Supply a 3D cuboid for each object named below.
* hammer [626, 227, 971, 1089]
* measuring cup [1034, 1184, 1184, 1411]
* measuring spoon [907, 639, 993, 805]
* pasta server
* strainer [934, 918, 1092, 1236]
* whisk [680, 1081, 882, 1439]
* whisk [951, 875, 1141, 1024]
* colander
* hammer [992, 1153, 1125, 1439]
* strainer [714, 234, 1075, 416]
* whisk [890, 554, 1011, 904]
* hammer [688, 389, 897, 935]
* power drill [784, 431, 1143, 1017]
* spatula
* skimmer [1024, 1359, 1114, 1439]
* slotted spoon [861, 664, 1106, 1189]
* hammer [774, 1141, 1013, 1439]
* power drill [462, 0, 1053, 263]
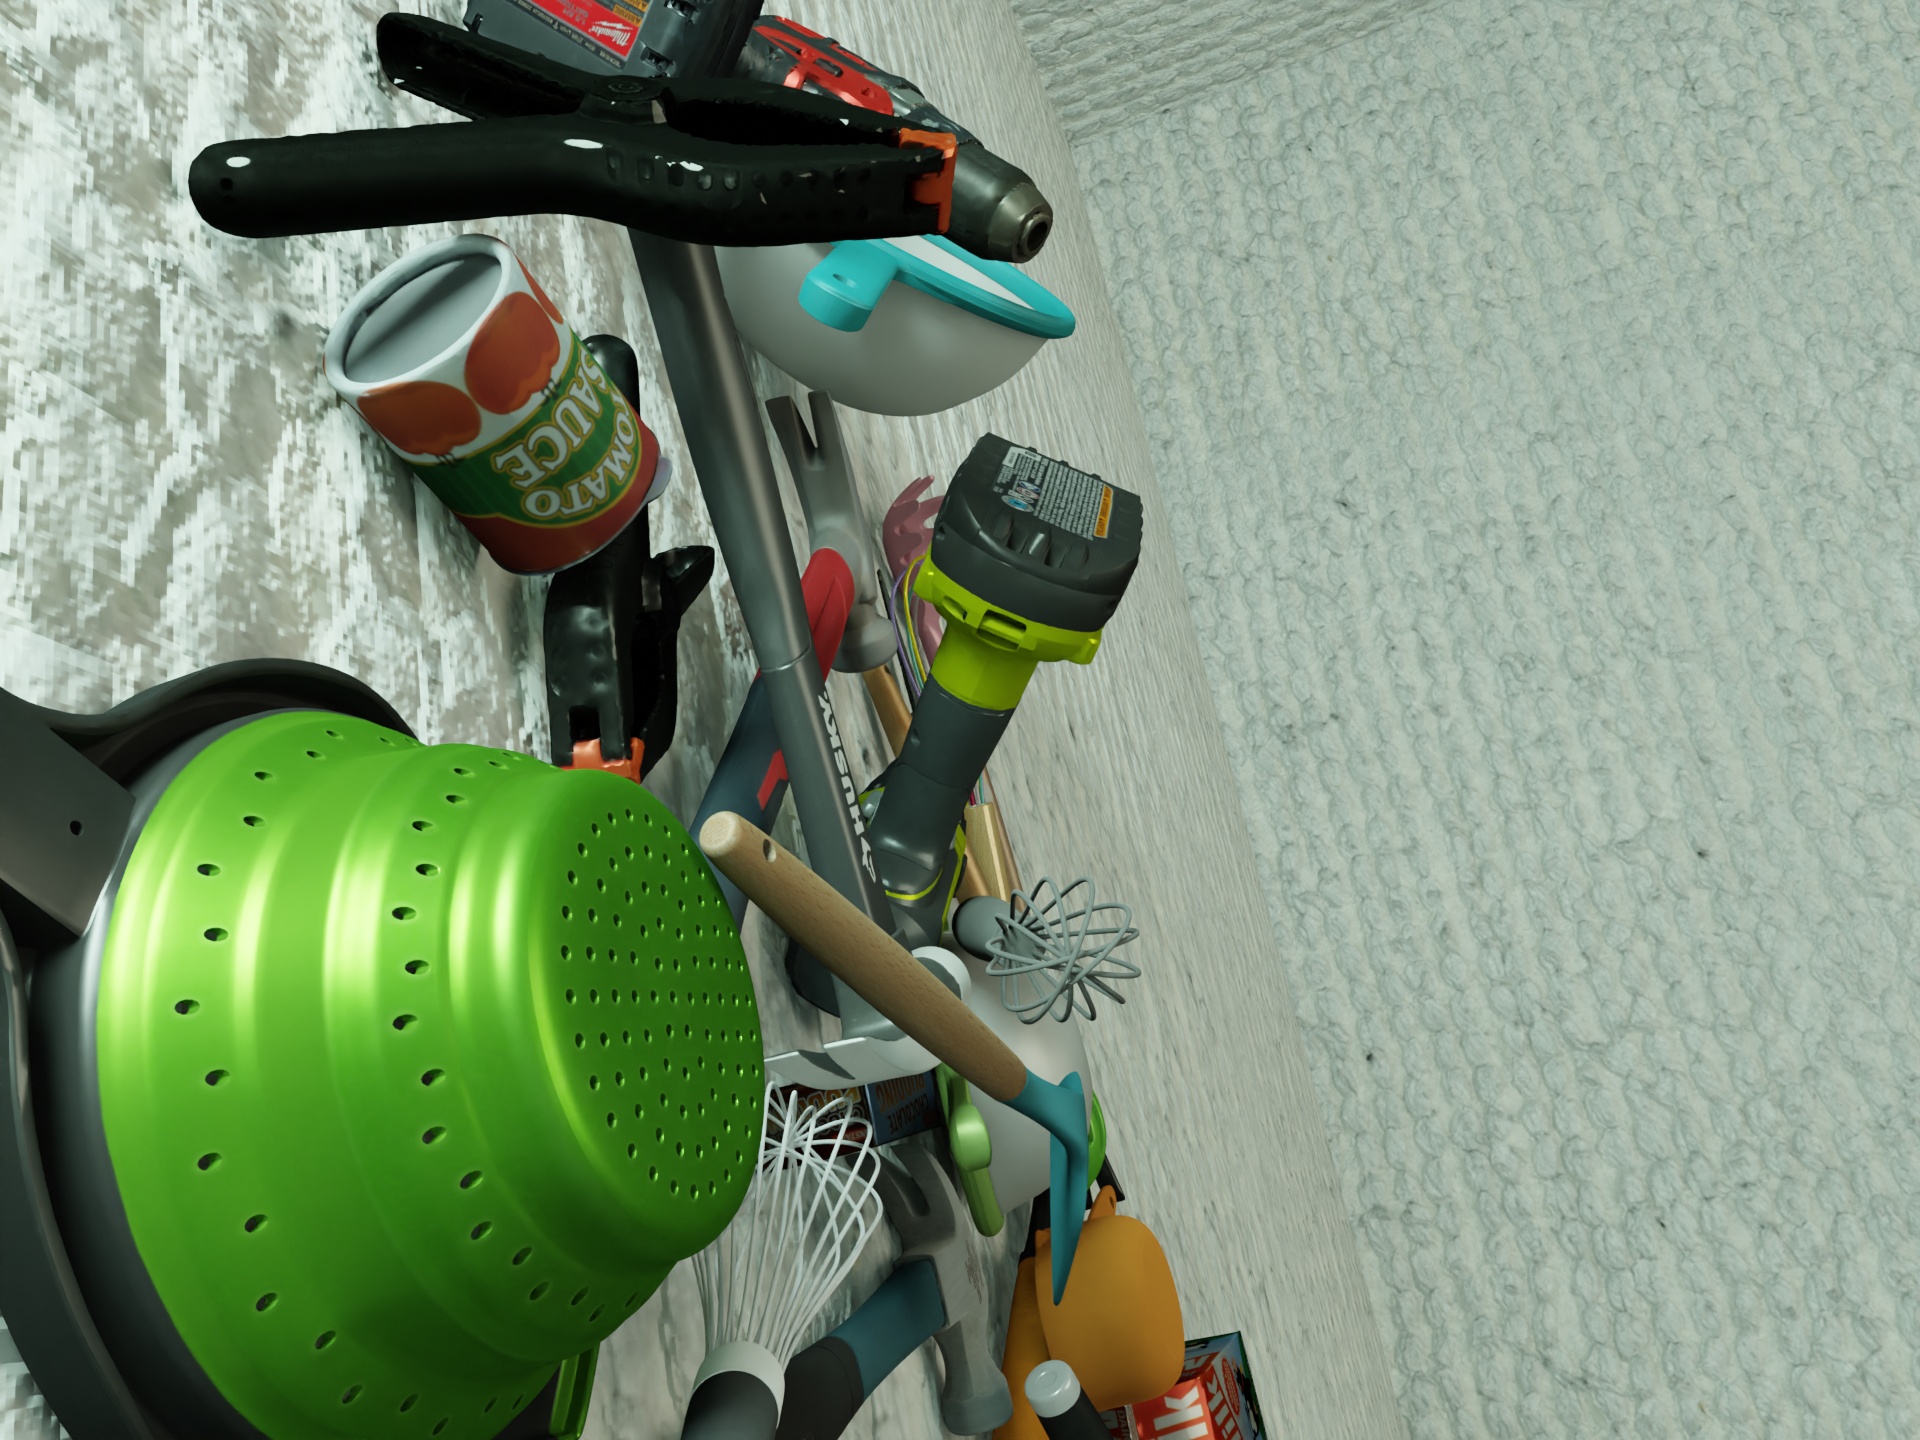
[{"bbox_3d":[-0.066,-0.035,0.552,0.146,0.035,0.335,-21,96,-77],"label":"hammer"},{"bbox_3d":[0.085,0.278,0.813,0.173,0.052,0.095,-40,110,-72],"label":"measuring cup"},{"bbox_3d":[-0.005,0.004,0.973,0.034,0.018,0.124,172,-103,-75],"label":"measuring spoon"},{"bbox_3d":[0.007,0.004,1.001,0.060,0.040,0.316,-28,102,-67],"label":"pasta server"},{"bbox_3d":[0.026,0.158,0.705,0.256,0.069,0.151,97,-20,-86],"label":"strainer"},{"bbox_3d":[-0.055,0.164,0.423,0.284,0.070,0.070,-102,174,-83],"label":"whisk"},{"bbox_3d":[0.023,0.085,0.629,0.239,0.055,0.055,158,-84,-80],"label":"whisk"},{"bbox_3d":[-0.137,0.024,0.309,0.396,0.094,0.205,60,20,-44],"label":"colander"},{"bbox_3d":[0.041,0.297,0.806,0.337,0.034,0.127,-71,141,-67],"label":"hammer"},{"bbox_3d":[-0.056,-0.193,0.769,0.211,0.095,0.341,26,22,-8],"label":"strainer"},{"bbox_3d":[0.007,0.026,0.896,0.047,0.051,0.245,-9,88,-79],"label":"whisk"},{"bbox_3d":[-0.079,-0.012,0.637,0.387,0.038,0.143,-80,159,-62],"label":"hammer"},{"bbox_3d":[-0.001,-0.002,0.698,0.191,0.080,0.228,-71,-176,-66],"label":"power drill"},{"bbox_3d":[-0.005,0.109,0.509,0.317,0.044,0.082,52,33,-50],"label":"spatula"},{"bbox_3d":[0.084,0.437,0.733,0.363,0.090,0.127,64,25,-19],"label":"skimmer"},{"bbox_3d":[0.011,0.105,0.856,0.314,0.031,0.070,66,20,6],"label":"slotted spoon"},{"bbox_3d":[-0.047,0.231,0.545,0.331,0.033,0.128,13,62,-74],"label":"hammer"},{"bbox_3d":[-0.072,-0.266,0.679,0.188,0.080,0.226,37,19,21],"label":"power drill"}]
